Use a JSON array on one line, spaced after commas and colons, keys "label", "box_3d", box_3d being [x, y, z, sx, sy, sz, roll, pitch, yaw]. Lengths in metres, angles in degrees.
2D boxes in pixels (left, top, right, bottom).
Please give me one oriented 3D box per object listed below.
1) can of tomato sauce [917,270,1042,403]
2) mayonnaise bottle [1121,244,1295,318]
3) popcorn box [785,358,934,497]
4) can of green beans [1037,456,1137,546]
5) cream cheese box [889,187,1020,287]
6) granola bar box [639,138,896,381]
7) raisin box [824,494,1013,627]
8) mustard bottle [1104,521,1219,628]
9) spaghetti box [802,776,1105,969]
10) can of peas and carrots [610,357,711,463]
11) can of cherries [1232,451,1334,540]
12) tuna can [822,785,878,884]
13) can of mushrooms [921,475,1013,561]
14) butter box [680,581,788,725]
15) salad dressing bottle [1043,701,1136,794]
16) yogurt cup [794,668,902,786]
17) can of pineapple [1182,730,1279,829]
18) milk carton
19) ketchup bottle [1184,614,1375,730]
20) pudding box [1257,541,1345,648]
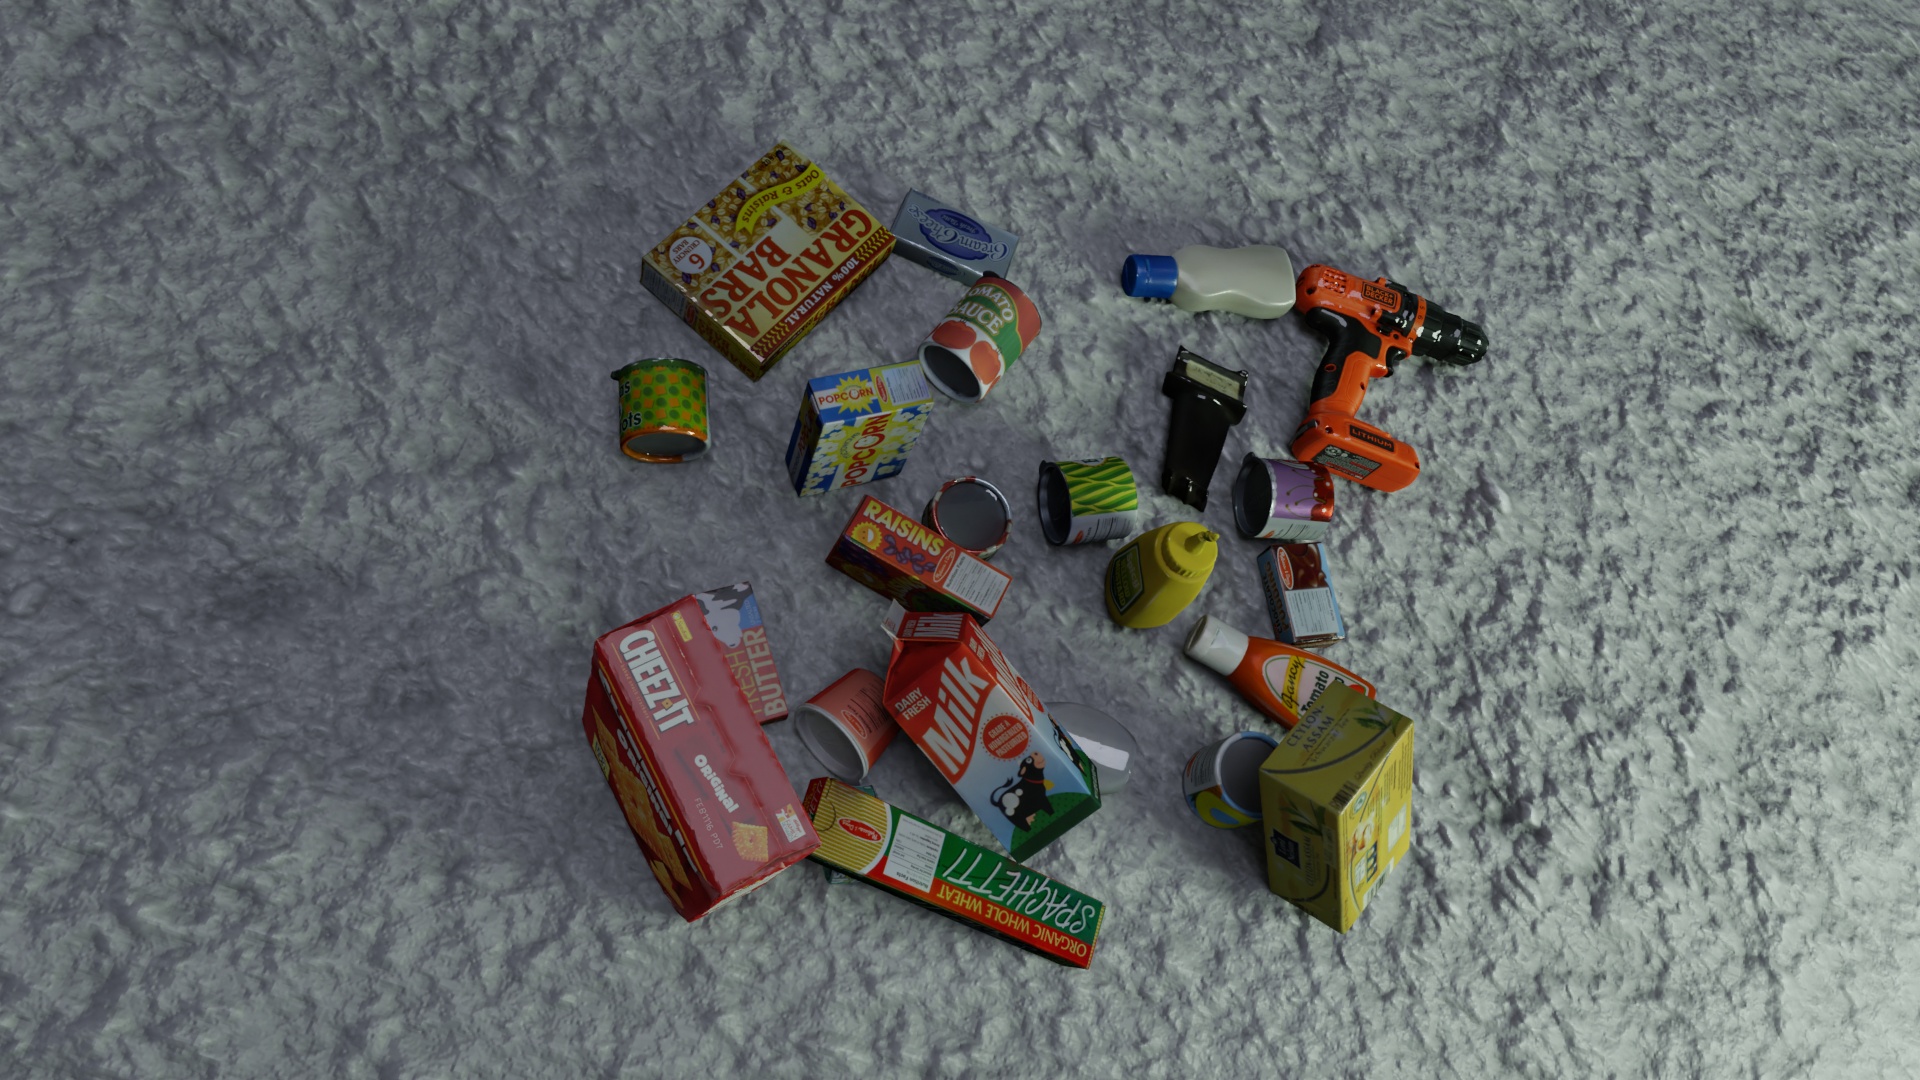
[{"label": "can of tomato sauce", "box_3d": [0.015, -0.161, 1.108, 0.071, 0.071, 0.083, 39, 66, 0]}, {"label": "mayonnaise bottle", "box_3d": [0.215, -0.227, 1.206, 0.148, 0.041, 0.065, 0, 69, -15]}, {"label": "popcorn box", "box_3d": [-0.077, -0.081, 1.021, 0.085, 0.126, 0.038, -13, 71, -20]}, {"label": "can of green beans", "box_3d": [0.099, -0.031, 1.087, 0.058, 0.071, 0.071, -7, 73, -19]}, {"label": "cream cheese box", "box_3d": [-0.006, -0.248, 1.158, 0.104, 0.024, 0.053, 23, 67, -7]}, {"label": "granola bar box", "box_3d": [-0.150, -0.224, 1.099, 0.124, 0.039, 0.166, 41, 65, 1]}, {"label": "raisin box", "box_3d": [-0.033, 0.022, 1.019, 0.123, 0.086, 0.040, 30, 71, -4]}, {"label": "mustard bottle", "box_3d": [0.153, 0.019, 1.034, 0.049, 0.159, 0.065, -1, 70, -15]}, {"label": "spaghetti box", "box_3d": [-0.003, 0.228, 0.936, 0.250, 0.028, 0.050, 31, 64, -28]}, {"label": "can of peas and carrots", "box_3d": [-0.219, -0.095, 1.018, 0.071, 0.070, 0.059, -1, 72, -16]}, {"label": "can of cherries", "box_3d": [0.264, -0.037, 1.136, 0.058, 0.071, 0.071, 3, 70, -15]}, {"label": "tuna can", "box_3d": [-0.075, 0.204, 0.951, 0.033, 0.071, 0.071, 0, 71, -14]}, {"label": "can of mushrooms", "box_3d": [0.004, -0.013, 1.071, 0.071, 0.033, 0.071, 5, 70, -15]}, {"label": "butter box", "box_3d": [-0.162, 0.085, 0.993, 0.053, 0.024, 0.103, -15, 75, -20]}, {"label": "salad dressing bottle", "box_3d": [0.055, 0.141, 1.026, 0.148, 0.044, 0.064, 21, 72, -6]}, {"label": "yogurt cup", "box_3d": [-0.076, 0.127, 0.982, 0.072, 0.072, 0.054, 46, 57, 3]}, {"label": "can of pineapple", "box_3d": [0.211, 0.182, 1.047, 0.071, 0.057, 0.071, 5, 70, -15]}, {"label": "milk carton", "box_3d": [0.010, 0.121, 0.960, 0.073, 0.072, 0.190, -38, 97, 10]}, {"label": "ketchup bottle", "box_3d": [0.249, 0.108, 1.093, 0.149, 0.043, 0.065, 28, 77, -4]}, {"label": "pudding box", "box_3d": [0.278, 0.045, 1.131, 0.050, 0.030, 0.084, -5, 72, -16]}]
